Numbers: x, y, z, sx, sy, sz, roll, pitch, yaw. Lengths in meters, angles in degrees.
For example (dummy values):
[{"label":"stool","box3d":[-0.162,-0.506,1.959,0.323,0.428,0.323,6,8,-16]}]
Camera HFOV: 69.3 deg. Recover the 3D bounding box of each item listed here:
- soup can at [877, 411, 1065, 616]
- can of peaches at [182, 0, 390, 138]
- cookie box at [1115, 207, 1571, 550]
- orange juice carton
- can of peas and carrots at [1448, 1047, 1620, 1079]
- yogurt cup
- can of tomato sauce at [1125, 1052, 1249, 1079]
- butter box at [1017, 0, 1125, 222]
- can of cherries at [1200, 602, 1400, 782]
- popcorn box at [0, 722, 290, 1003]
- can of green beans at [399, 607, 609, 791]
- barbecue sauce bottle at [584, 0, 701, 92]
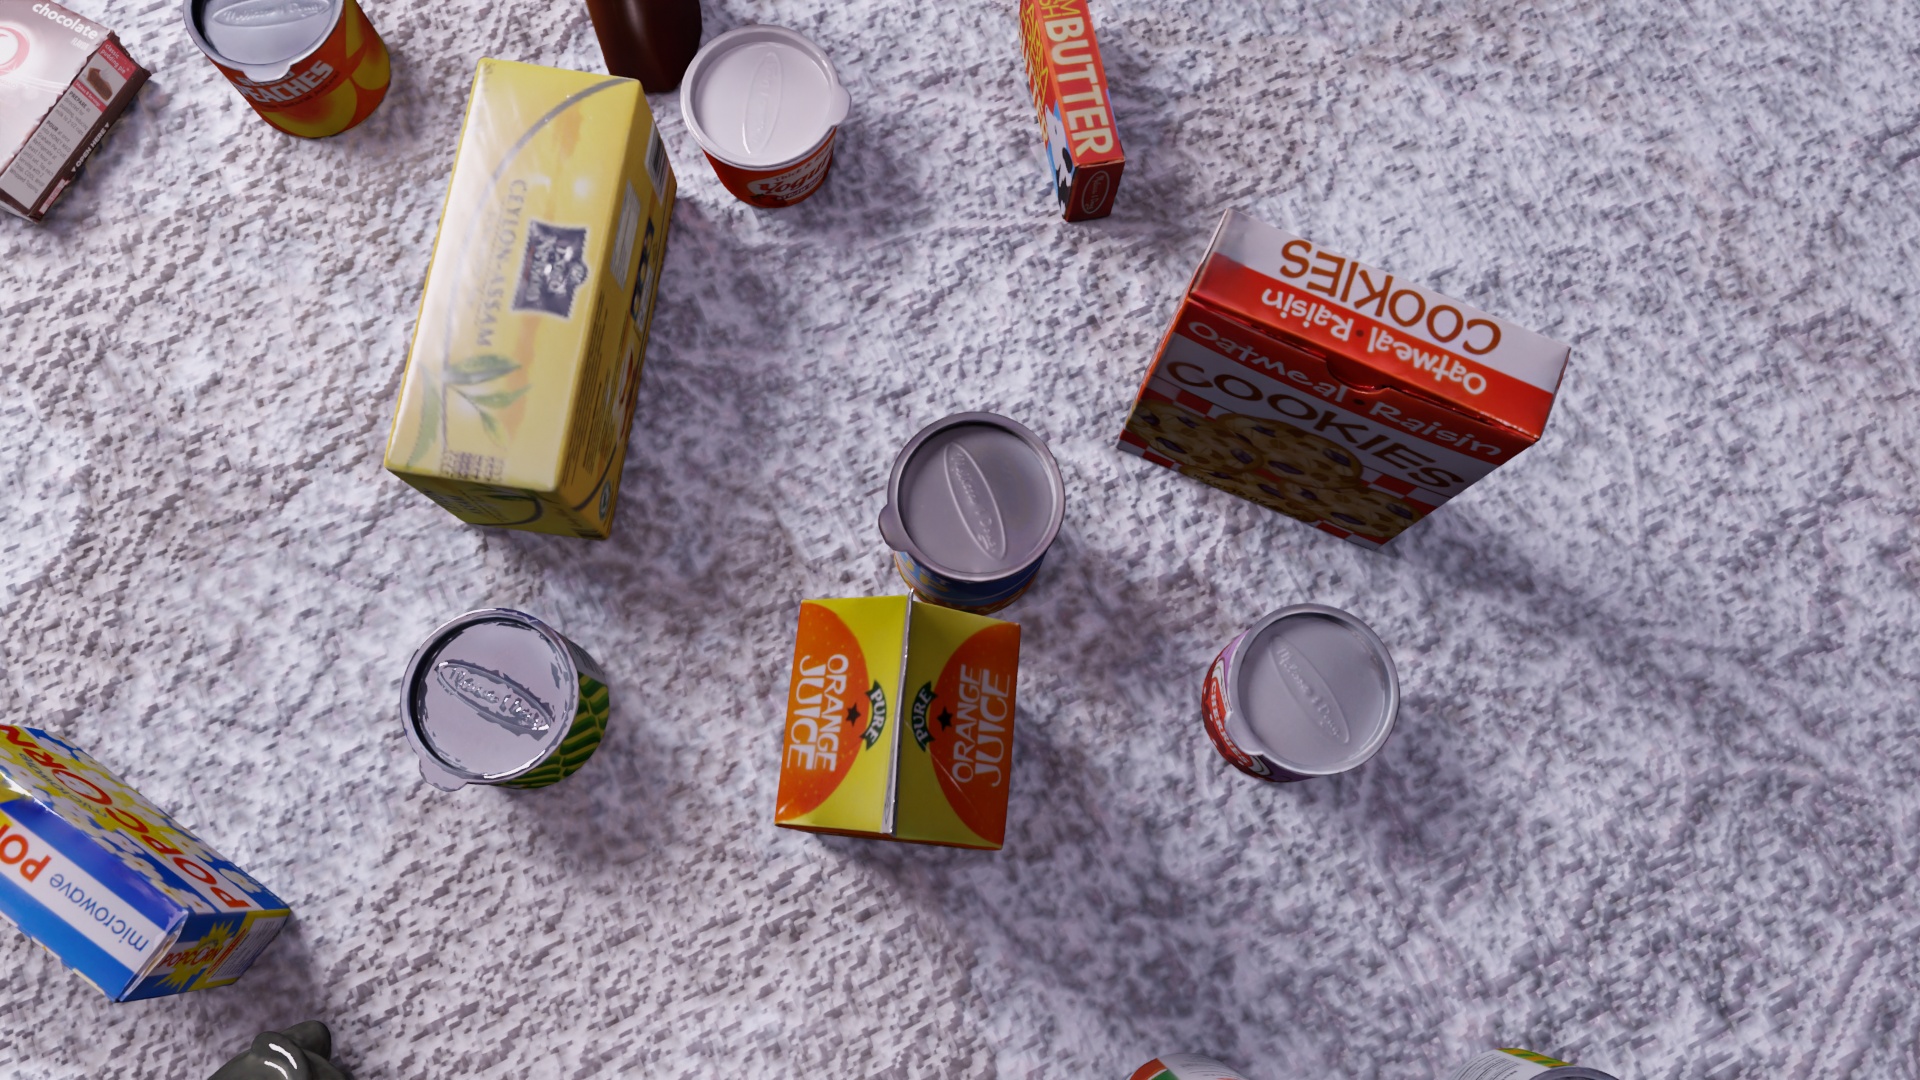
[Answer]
[{"label":"soup can","box3d":[0.002,-0.007,0.556,0.071,0.083,0.071,1,77,-2]},{"label":"can of peaches","box3d":[-0.292,-0.217,0.607,0.071,0.058,0.071,1,77,-2]},{"label":"cookie box","box3d":[0.133,-0.052,0.529,0.123,0.167,0.040,23,77,3]},{"label":"orange juice carton","box3d":[-0.020,0.068,0.481,0.073,0.192,0.072,6,77,-1]},{"label":"can of peas and carrots","box3d":[0.222,0.230,0.521,0.071,0.058,0.071,1,77,-2]},{"label":"yogurt cup","box3d":[-0.085,-0.182,0.609,0.072,0.054,0.072,1,77,-2]},{"label":"can of tomato sauce","box3d":[0.088,0.227,0.503,0.071,0.083,0.071,1,77,-2]},{"label":"butter box","box3d":[0.048,-0.201,0.620,0.024,0.053,0.103,-11,77,-5]},{"label":"can of cherries","box3d":[0.132,0.064,0.557,0.071,0.058,0.071,1,77,-2]},{"label":"popcorn box","box3d":[-0.323,0.116,0.512,0.127,0.085,0.038,34,78,6]},{"label":"can of green beans","box3d":[-0.177,0.064,0.545,0.071,0.057,0.071,1,77,-2]},{"label":"barbecue sauce bottle","box3d":[-0.139,-0.251,0.575,0.044,0.148,0.065,7,77,-1]}]
